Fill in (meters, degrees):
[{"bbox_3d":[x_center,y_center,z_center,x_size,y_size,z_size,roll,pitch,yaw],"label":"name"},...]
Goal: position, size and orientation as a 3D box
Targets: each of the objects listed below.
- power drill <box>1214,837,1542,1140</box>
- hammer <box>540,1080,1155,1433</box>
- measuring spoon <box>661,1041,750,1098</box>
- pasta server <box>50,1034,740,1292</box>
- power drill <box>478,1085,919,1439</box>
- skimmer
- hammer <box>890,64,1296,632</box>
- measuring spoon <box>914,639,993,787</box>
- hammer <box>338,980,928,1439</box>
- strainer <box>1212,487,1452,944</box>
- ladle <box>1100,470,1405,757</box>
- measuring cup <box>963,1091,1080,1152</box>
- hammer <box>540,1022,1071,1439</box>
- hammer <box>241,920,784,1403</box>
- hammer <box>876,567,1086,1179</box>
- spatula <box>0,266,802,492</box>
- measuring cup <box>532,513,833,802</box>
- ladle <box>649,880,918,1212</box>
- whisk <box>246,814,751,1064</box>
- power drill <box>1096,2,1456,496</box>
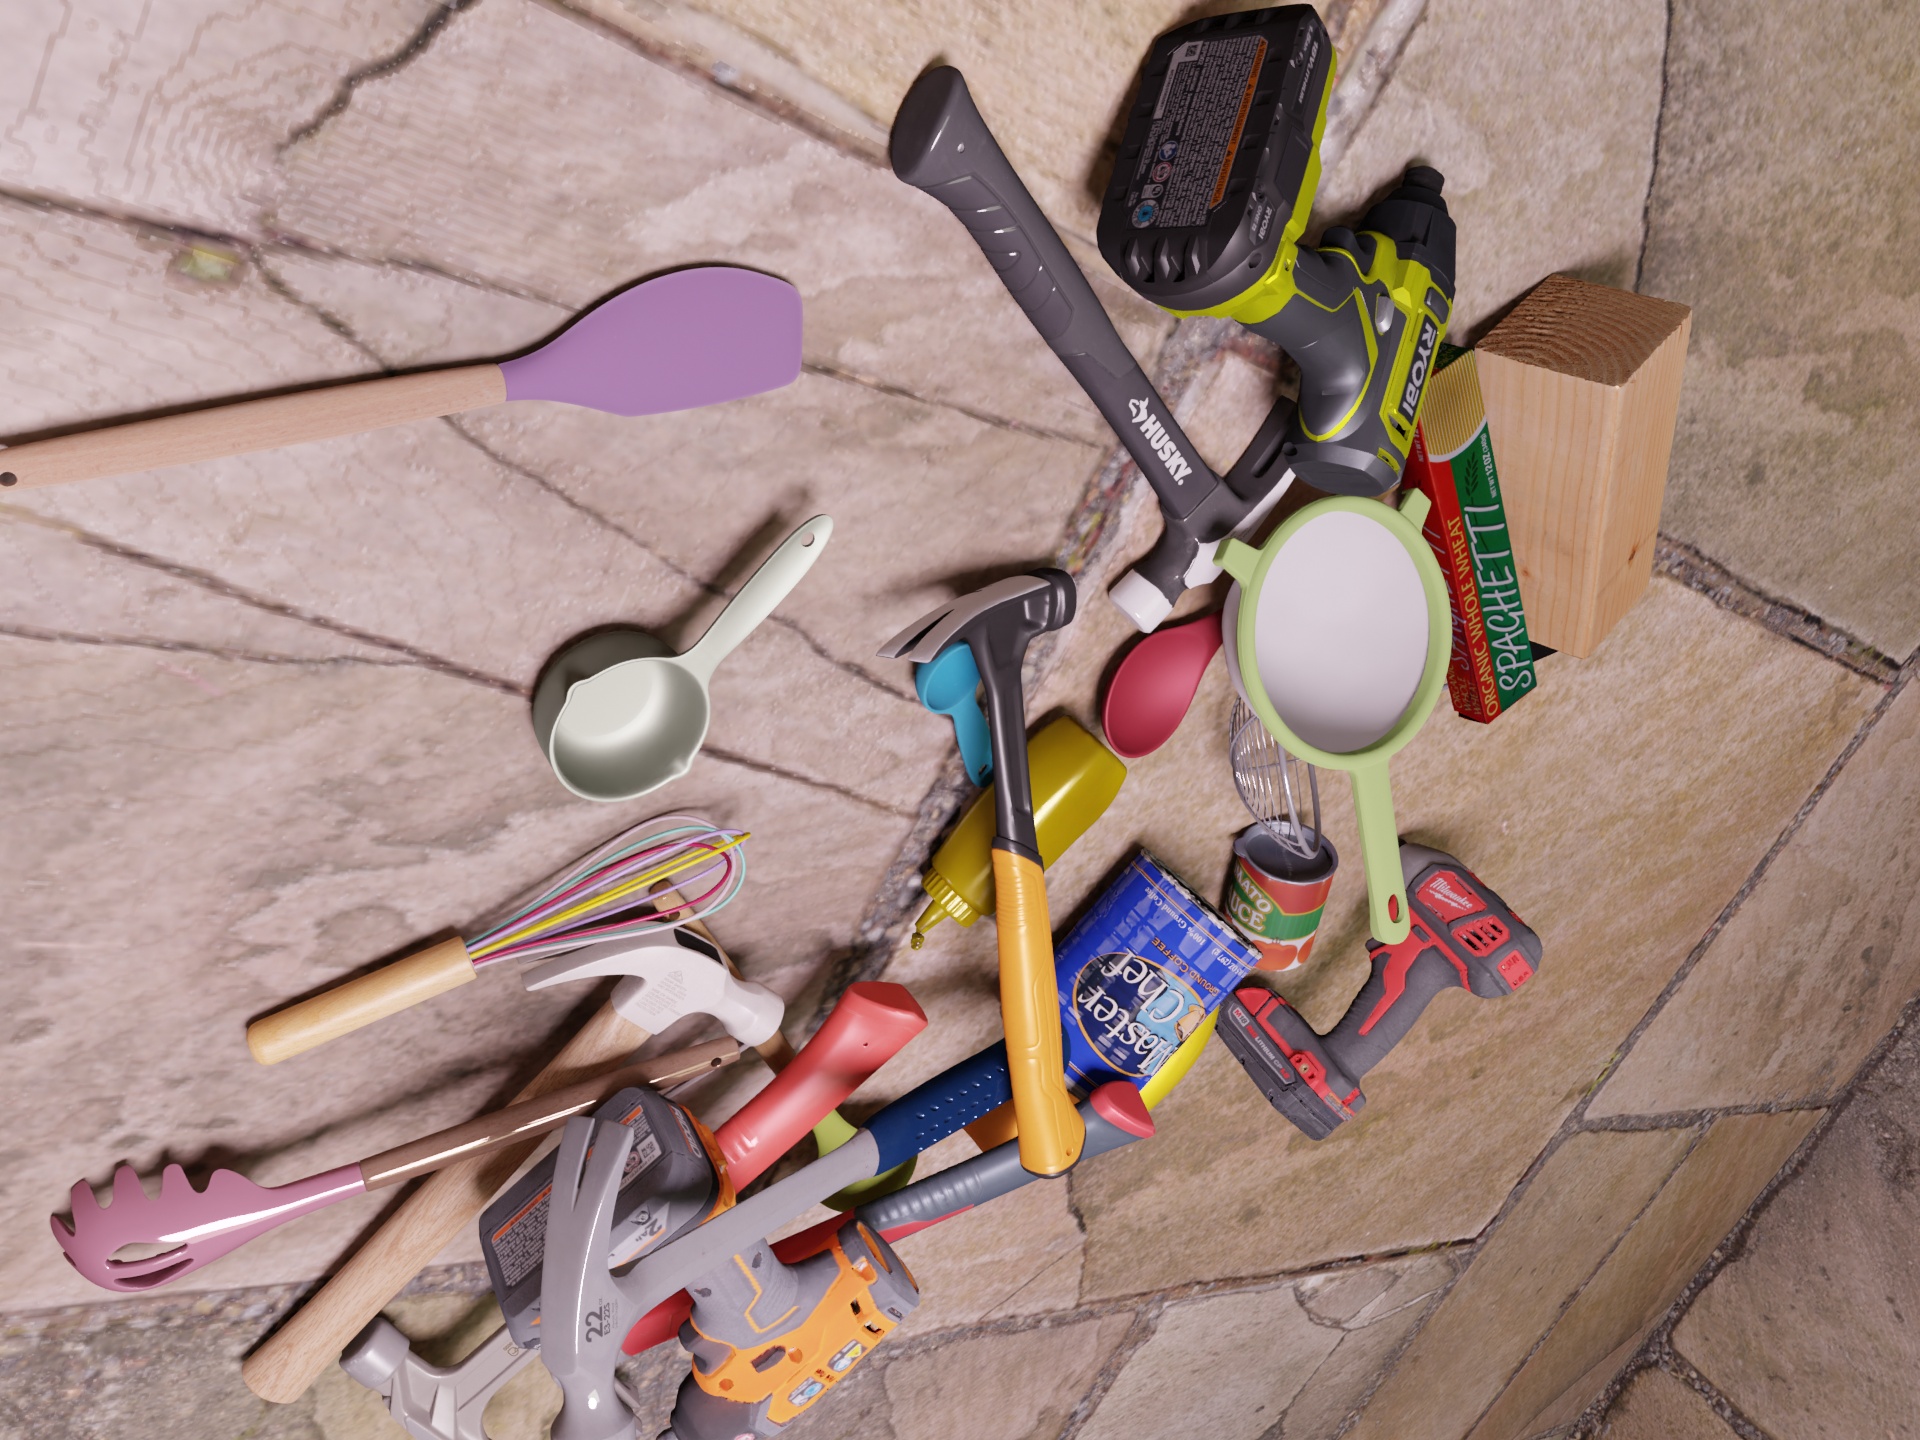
[{"bbox_3d":[0.298,0.189,1.167,0.219,0.143,0.078,-41,135,5],"label":"power drill"},{"bbox_3d":[-0.061,0.319,0.962,0.386,0.038,0.143,-23,131,0],"label":"hammer"},{"bbox_3d":[-0.151,0.190,0.864,0.124,0.018,0.034,-33,178,9],"label":"measuring spoon"},{"bbox_3d":[-0.260,0.203,0.762,0.316,0.040,0.060,-16,124,-21],"label":"pasta server"},{"bbox_3d":[-0.139,0.300,0.816,0.164,0.084,0.226,-42,131,-2],"label":"power drill"},{"bbox_3d":[0.310,-0.015,1.042,0.363,0.090,0.127,-18,100,-30],"label":"skimmer"},{"bbox_3d":[0.069,-0.178,0.760,0.146,0.035,0.334,-46,138,1],"label":"hammer"},{"bbox_3d":[-0.001,-0.003,0.860,0.042,0.021,0.128,-41,148,-15],"label":"measuring spoon"},{"bbox_3d":[-0.156,0.278,0.876,0.359,0.037,0.149,-41,112,1],"label":"hammer"},{"bbox_3d":[0.209,0.001,0.902,0.151,0.069,0.256,-18,102,-27],"label":"strainer"},{"bbox_3d":[0.196,-0.094,0.935,0.315,0.031,0.069,-41,130,-8],"label":"ladle"},{"bbox_3d":[0.015,0.281,1.066,0.173,0.052,0.095,-20,133,-29],"label":"measuring cup"},{"bbox_3d":[-0.053,0.213,0.789,0.405,0.035,0.144,-12,101,-58],"label":"hammer"},{"bbox_3d":[-0.248,0.229,0.816,0.331,0.031,0.129,-45,126,5],"label":"hammer"},{"bbox_3d":[0.028,0.096,0.838,0.127,0.034,0.336,-27,117,-46],"label":"hammer"},{"bbox_3d":[-0.198,-0.125,0.598,0.316,0.018,0.059,-19,131,-29],"label":"spatula"},{"bbox_3d":[-0.123,-0.037,0.715,0.167,0.038,0.083,-47,139,-2],"label":"measuring cup"},{"bbox_3d":[-0.103,0.190,0.916,0.078,0.062,0.319,-27,130,-2],"label":"ladle"},{"bbox_3d":[-0.212,0.104,0.755,0.245,0.047,0.051,-23,122,-18],"label":"whisk"},{"bbox_3d":[0.167,-0.226,0.754,0.223,0.080,0.171,24,80,-49],"label":"power drill"}]
